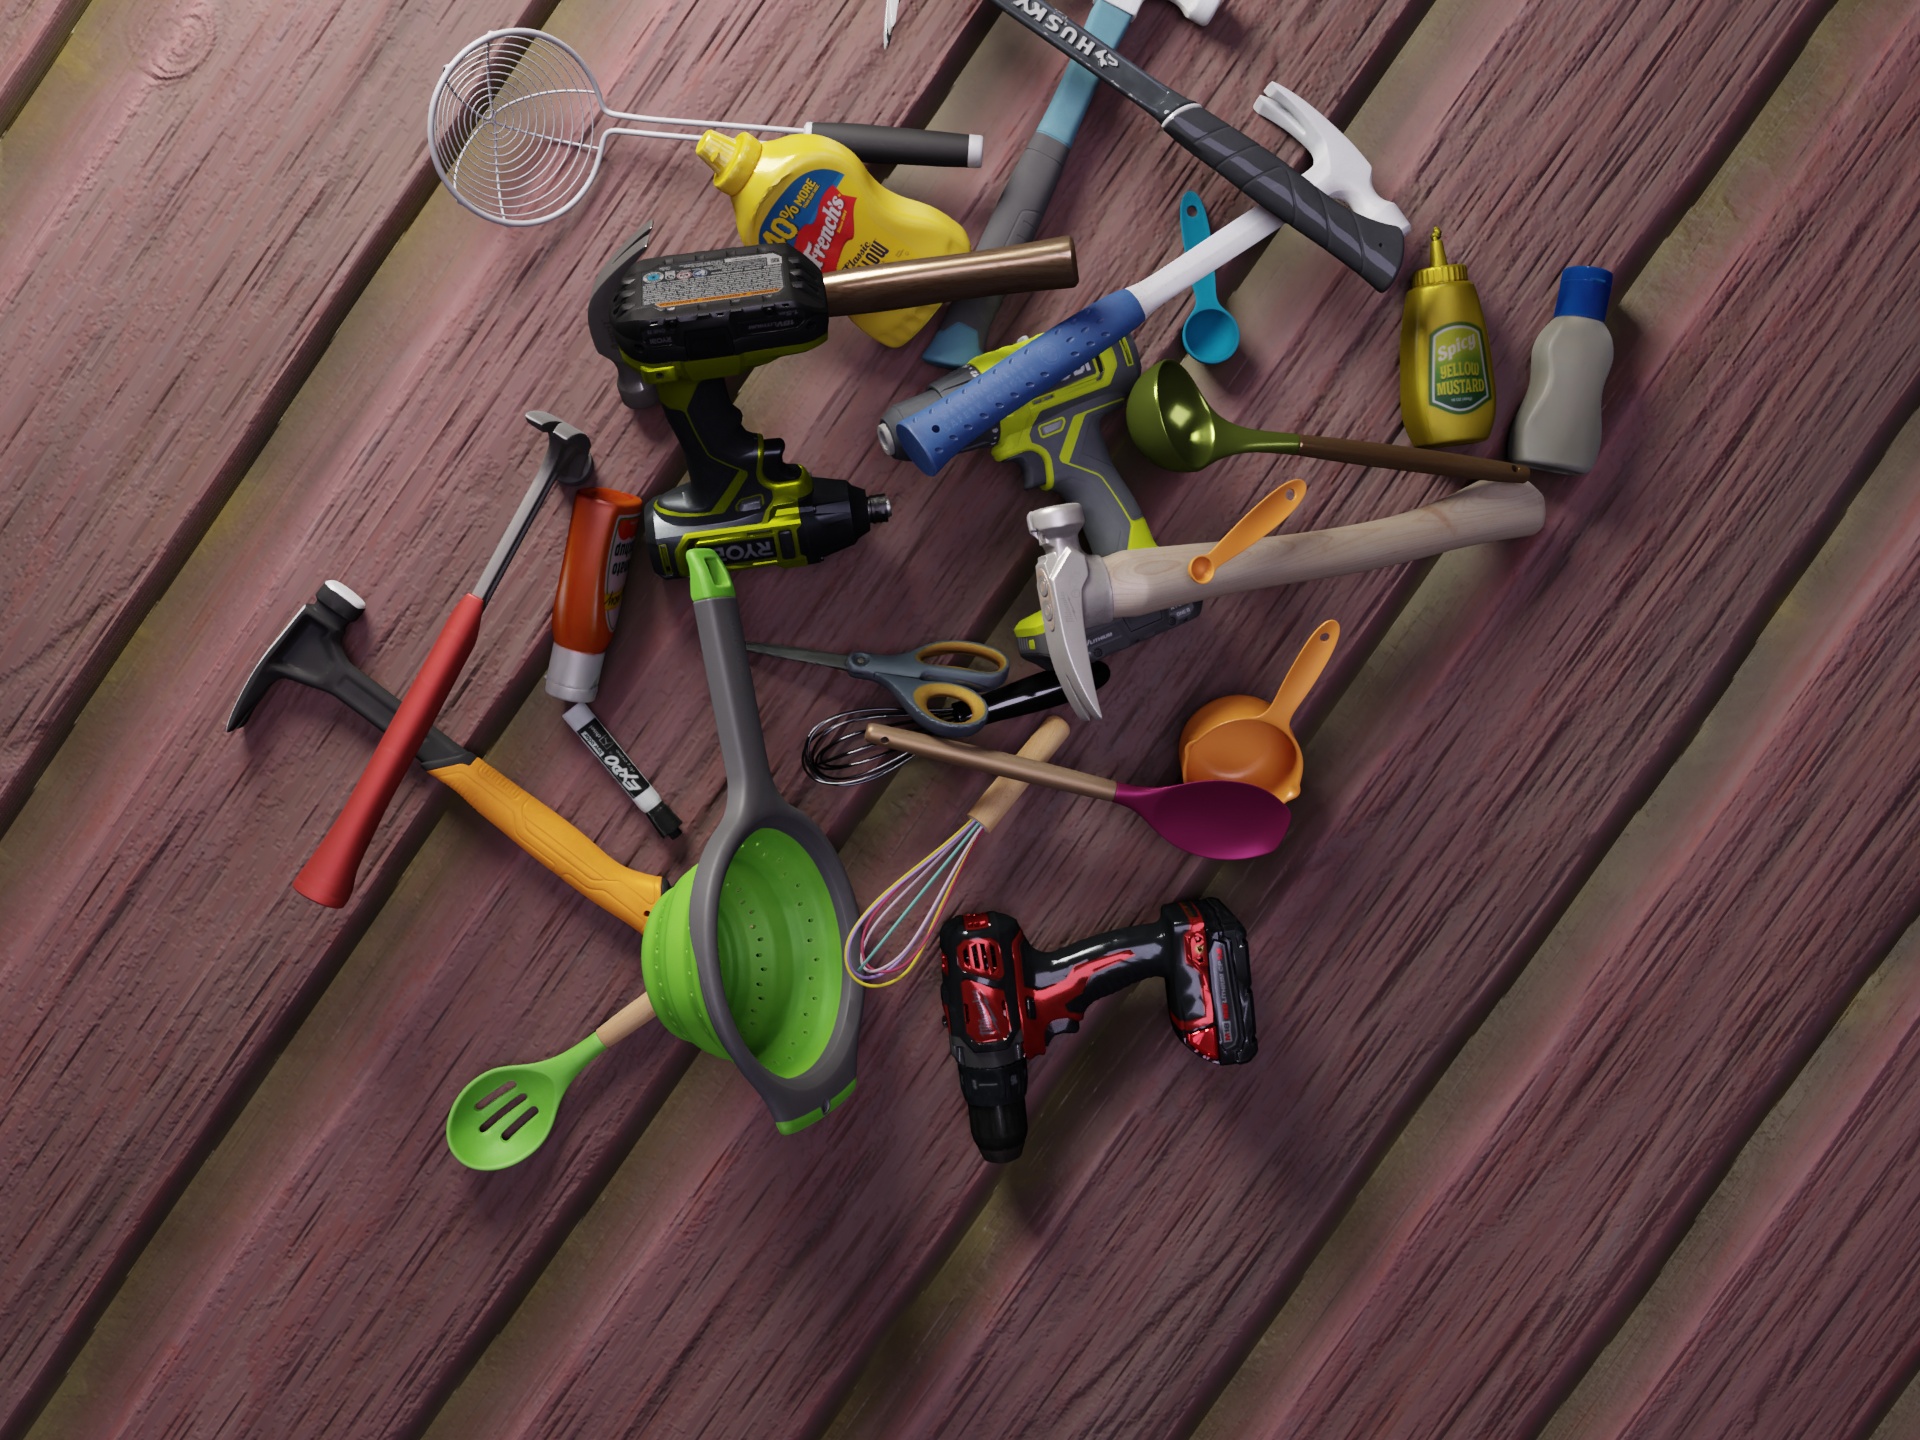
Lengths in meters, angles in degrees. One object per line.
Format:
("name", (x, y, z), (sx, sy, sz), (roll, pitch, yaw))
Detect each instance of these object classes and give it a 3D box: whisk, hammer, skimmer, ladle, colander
("whisk", (0.002, 0.095, 1.162), (0.047, 0.051, 0.245), (36, 77, 15))
("hammer", (0.247, -0.108, 1.131), (0.410, 0.038, 0.146), (-12, 93, -20))
("hammer", (-0.087, -0.287, 1.064), (0.331, 0.031, 0.129), (-7, 141, 6))
("hammer", (-0.352, 0.051, 1.140), (0.336, 0.034, 0.127), (38, 90, -9))
("hammer", (0.124, -0.297, 1.100), (0.405, 0.035, 0.144), (-36, 89, -15))
("whisk", (-0.002, -0.004, 1.168), (0.239, 0.055, 0.055), (-17, 98, -9))
("skimmer", (-0.165, -0.389, 1.073), (0.363, 0.090, 0.127), (3, 121, -3))
("hammer", (-0.345, -0.039, 1.061), (0.036, 0.149, 0.359), (29, 89, -7))
("ladle", (0.266, -0.196, 1.118), (0.320, 0.062, 0.078), (5, 71, -15))
("hammer", (0.132, -0.420, 1.085), (0.409, 0.036, 0.149), (33, 78, -5))
("hammer", (0.061, -0.400, 1.135), (0.128, 0.033, 0.331), (25, 93, -9))
("colander", (-0.169, 0.083, 1.100), (0.094, 0.204, 0.397), (-11, 91, 24))

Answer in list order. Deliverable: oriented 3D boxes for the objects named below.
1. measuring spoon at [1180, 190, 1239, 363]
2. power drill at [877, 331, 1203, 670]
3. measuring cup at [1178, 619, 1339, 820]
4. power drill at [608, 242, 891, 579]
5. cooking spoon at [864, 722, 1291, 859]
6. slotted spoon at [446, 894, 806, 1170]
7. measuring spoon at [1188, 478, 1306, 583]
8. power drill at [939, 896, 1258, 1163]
("measuring spoon", (0.176, -0.323, 1.168), (0.042, 0.021, 0.128), (-8, 88, -4))
("power drill", (0.061, -0.155, 1.131), (0.190, 0.080, 0.228), (-23, 97, -14))
("measuring cup", (0.223, -0.009, 1.160), (0.095, 0.052, 0.173), (22, 115, -12))
("power drill", (-0.139, -0.198, 1.066), (0.171, 0.080, 0.223), (-8, 136, -3))
("cooking spoon", (0.086, 0.045, 1.146), (0.318, 0.017, 0.068), (14, 119, -9))
("slotted spoon", (-0.242, 0.222, 1.174), (0.314, 0.031, 0.070), (-36, 99, -3))
("measuring spoon", (0.196, -0.131, 1.090), (0.117, 0.011, 0.021), (-40, 106, -20))
("power drill", (0.101, 0.228, 1.188), (0.226, 0.080, 0.188), (-7, 97, -2))
